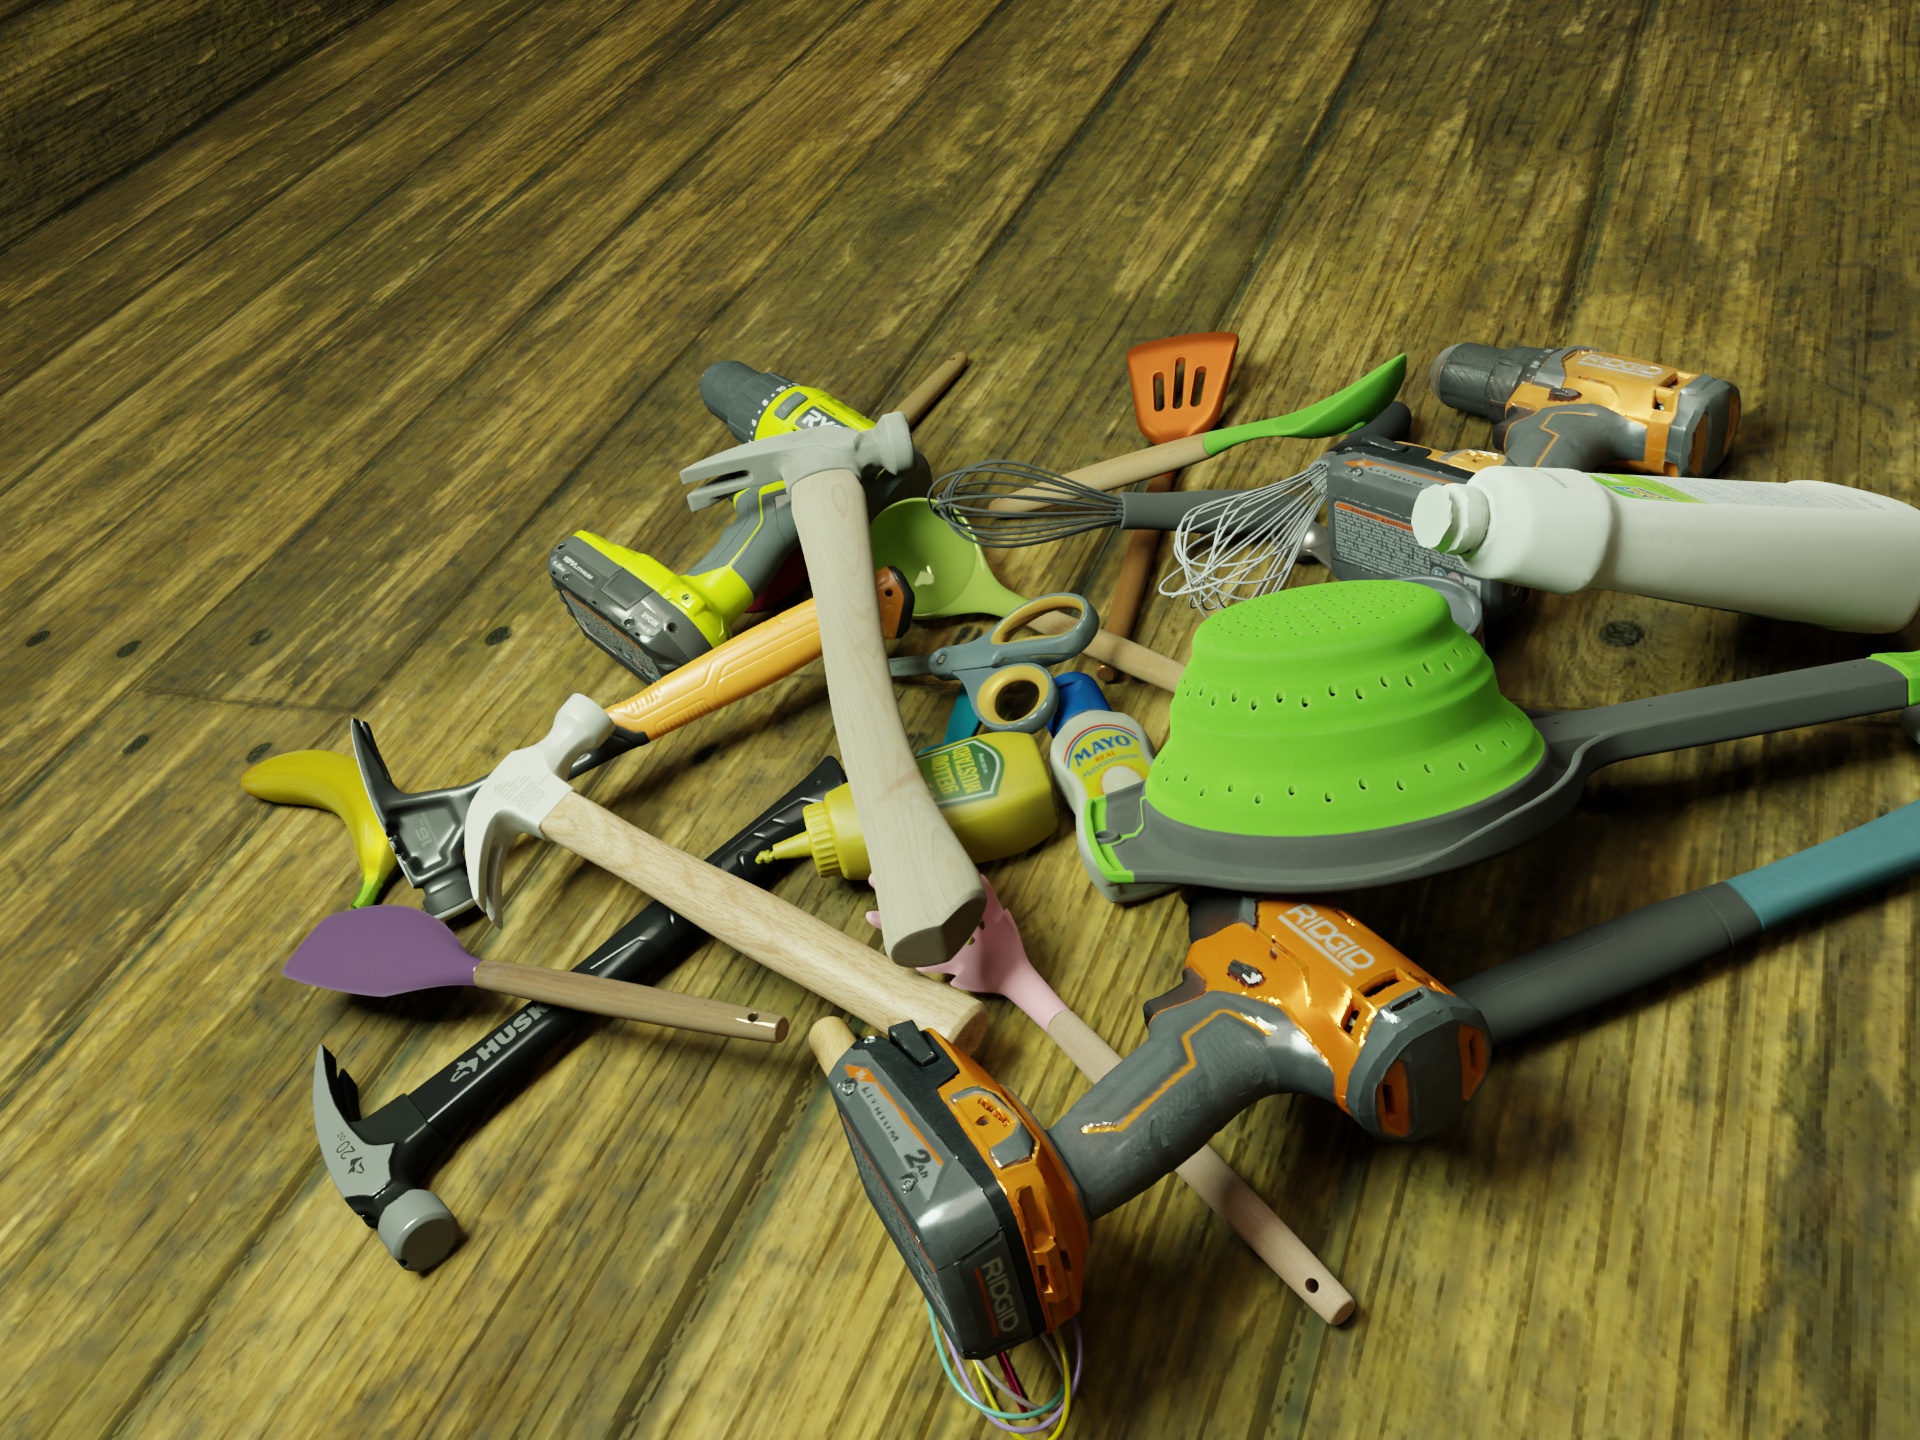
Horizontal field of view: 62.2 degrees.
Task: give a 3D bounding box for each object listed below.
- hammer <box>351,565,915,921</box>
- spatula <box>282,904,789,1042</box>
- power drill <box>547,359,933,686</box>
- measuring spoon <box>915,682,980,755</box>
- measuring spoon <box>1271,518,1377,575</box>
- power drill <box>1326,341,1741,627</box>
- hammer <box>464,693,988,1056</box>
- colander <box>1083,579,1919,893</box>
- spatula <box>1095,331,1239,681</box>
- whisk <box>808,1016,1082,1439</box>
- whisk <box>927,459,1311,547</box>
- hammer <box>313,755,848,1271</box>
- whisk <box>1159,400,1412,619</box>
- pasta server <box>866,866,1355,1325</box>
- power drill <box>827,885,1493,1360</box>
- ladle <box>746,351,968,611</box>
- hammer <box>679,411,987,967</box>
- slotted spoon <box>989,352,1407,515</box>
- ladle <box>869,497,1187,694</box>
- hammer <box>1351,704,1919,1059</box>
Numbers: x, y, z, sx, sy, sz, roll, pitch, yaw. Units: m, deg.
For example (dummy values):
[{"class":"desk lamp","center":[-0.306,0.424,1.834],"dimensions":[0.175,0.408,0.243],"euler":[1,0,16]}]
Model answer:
[{"class":"hammer","center":[-0.183,-0.013,0.940],"dimensions":[0.337,0.127,0.034],"euler":[-27,-2,-8]},{"class":"spatula","center":[-0.222,0.131,0.808],"dimensions":[0.316,0.018,0.060],"euler":[5,45,27]},{"class":"power drill","center":[-0.157,-0.136,1.053],"dimensions":[0.191,0.080,0.228],"euler":[35,69,25]},{"class":"measuring spoon","center":[-0.001,-0.003,0.920],"dimensions":[0.042,0.021,0.129],"euler":[-1,43,22]},{"class":"measuring spoon","center":[0.226,-0.081,0.924],"dimensions":[0.034,0.018,0.124],"euler":[-22,44,-21]},{"class":"power drill","center":[0.304,-0.154,0.915],"dimensions":[0.226,0.084,0.185],"euler":[-33,40,-27]},{"class":"hammer","center":[-0.127,0.091,0.799],"dimensions":[0.331,0.031,0.130],"euler":[23,62,32]},{"class":"colander","center":[0.244,-0.021,0.703],"dimensions":[0.397,0.094,0.205],"euler":[-11,15,2]},{"class":"spatula","center":[0.121,-0.144,1.019],"dimensions":[0.081,0.041,0.323],"euler":[-3,43,23]},{"class":"whisk","center":[-0.017,0.205,0.672],"dimensions":[0.051,0.047,0.245],"euler":[-19,33,-18]},{"class":"whisk","center":[0.098,-0.129,0.955],"dimensions":[0.239,0.055,0.055],"euler":[0,37,-11]},{"class":"hammer","center":[-0.185,0.127,0.838],"dimensions":[0.335,0.035,0.146],"euler":[-39,43,-22]},{"class":"whisk","center":[0.201,-0.133,0.935],"dimensions":[0.070,0.070,0.284],"euler":[13,35,34]},{"class":"pasta server","center":[0.056,0.149,0.705],"dimensions":[0.060,0.040,0.317],"euler":[-54,44,4]},{"class":"power drill","center":[0.068,0.134,0.630],"dimensions":[0.226,0.084,0.164],"euler":[-23,30,-15]},{"class":"ladle","center":[-0.075,-0.187,1.168],"dimensions":[0.069,0.031,0.315],"euler":[11,47,31]},{"class":"hammer","center":[-0.066,-0.033,0.863],"dimensions":[0.146,0.038,0.411],"euler":[-14,44,-2]},{"class":"slotted spoon","center":[0.133,-0.163,0.973],"dimensions":[0.314,0.031,0.070],"euler":[-10,21,44]},{"class":"ladle","center":[0.050,-0.060,0.921],"dimensions":[0.320,0.062,0.078],"euler":[29,85,47]},{"class":"hammer","center":[0.316,0.084,0.672],"dimensions":[0.331,0.033,0.128],"euler":[-22,38,-1]}]
